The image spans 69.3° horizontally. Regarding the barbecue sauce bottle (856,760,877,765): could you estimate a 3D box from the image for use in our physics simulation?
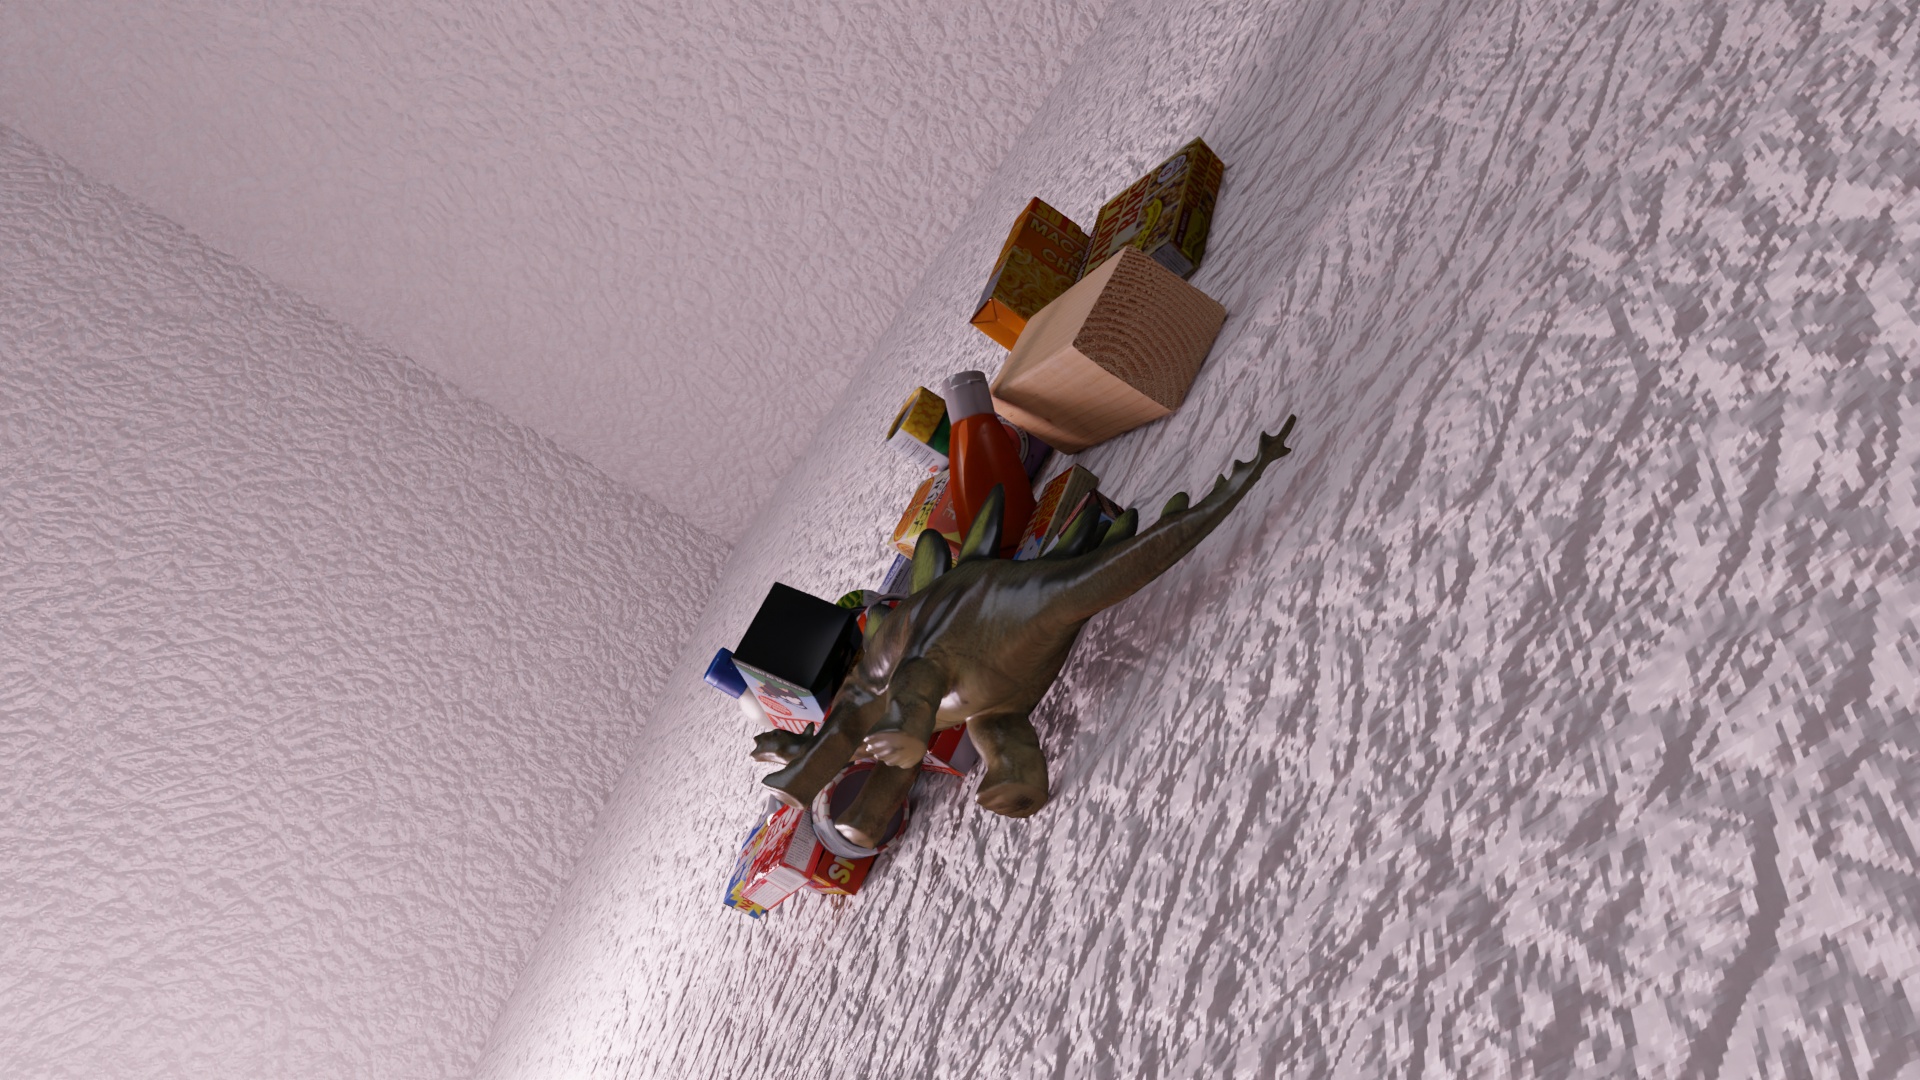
[{"bbox_3d":[-0.048,0.130,1.127,0.064,0.043,0.149,-51,14,42],"label":"barbecue sauce bottle"}]

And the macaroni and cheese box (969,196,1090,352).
[{"bbox_3d":[0.088,-0.219,1.238,0.040,0.123,0.167,-43,19,44],"label":"macaroni and cheese box"}]

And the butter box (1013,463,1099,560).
[{"bbox_3d":[0.067,-0.005,1.036,0.053,0.024,0.104,-37,25,59],"label":"butter box"}]

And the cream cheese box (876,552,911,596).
[{"bbox_3d":[-0.054,0.026,1.456,0.104,0.024,0.053,-61,13,-10],"label":"cream cheese box"}]

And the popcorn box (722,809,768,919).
[{"bbox_3d":[-0.160,0.269,1.247,0.126,0.038,0.085,-51,15,32],"label":"popcorn box"}]

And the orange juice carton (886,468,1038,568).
[{"bbox_3d":[0.004,-0.015,1.199,0.072,0.073,0.192,-61,12,-12],"label":"orange juice carton"}]

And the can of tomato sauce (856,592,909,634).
[{"bbox_3d":[-0.073,0.091,1.256,0.082,0.071,0.071,-43,19,50],"label":"can of tomato sauce"}]

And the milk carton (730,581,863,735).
[{"bbox_3d":[-0.117,0.115,1.132,0.189,0.072,0.074,78,-145,-61],"label":"milk carton"}]

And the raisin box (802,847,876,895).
[{"bbox_3d":[-0.094,0.229,1.077,0.086,0.040,0.123,-64,12,-21],"label":"raisin box"}]

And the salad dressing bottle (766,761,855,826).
[{"bbox_3d":[-0.116,0.197,1.203,0.148,0.064,0.043,-60,-9,-47],"label":"salad dressing bottle"}]

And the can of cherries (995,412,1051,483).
[{"bbox_3d":[0.040,-0.080,1.222,0.058,0.071,0.071,-60,12,-5],"label":"can of cherries"}]

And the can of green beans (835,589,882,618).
[{"bbox_3d":[-0.097,0.087,1.373,0.071,0.071,0.058,-56,11,11],"label":"can of green beans"}]

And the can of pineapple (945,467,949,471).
[{"bbox_3d":[0.019,-0.070,1.311,0.070,0.058,0.071,-55,13,19],"label":"can of pineapple"}]

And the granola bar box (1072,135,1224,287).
[{"bbox_3d":[0.161,-0.262,1.203,0.123,0.039,0.166,-30,28,40],"label":"granola bar box"}]

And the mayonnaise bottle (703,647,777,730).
[{"bbox_3d":[-0.169,0.151,1.307,0.041,0.148,0.065,-50,15,38],"label":"mayonnaise bottle"}]

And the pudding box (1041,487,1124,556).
[{"bbox_3d":[0.078,0.011,0.936,0.083,0.030,0.050,-55,11,15],"label":"pudding box"}]

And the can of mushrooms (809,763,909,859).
[{"bbox_3d":[-0.072,0.194,1.005,0.033,0.071,0.071,-36,25,61],"label":"can of mushrooms"}]

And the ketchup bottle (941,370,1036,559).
[{"bbox_3d":[0.019,-0.059,1.088,0.043,0.065,0.149,-34,66,60],"label":"ketchup bottle"}]

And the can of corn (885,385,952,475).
[{"bbox_3d":[-0.028,-0.105,1.300,0.071,0.058,0.071,-54,13,20],"label":"can of corn"}]

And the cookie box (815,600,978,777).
[{"bbox_3d":[-0.029,0.104,1.018,0.167,0.040,0.123,-6,53,56],"label":"cookie box"}]
